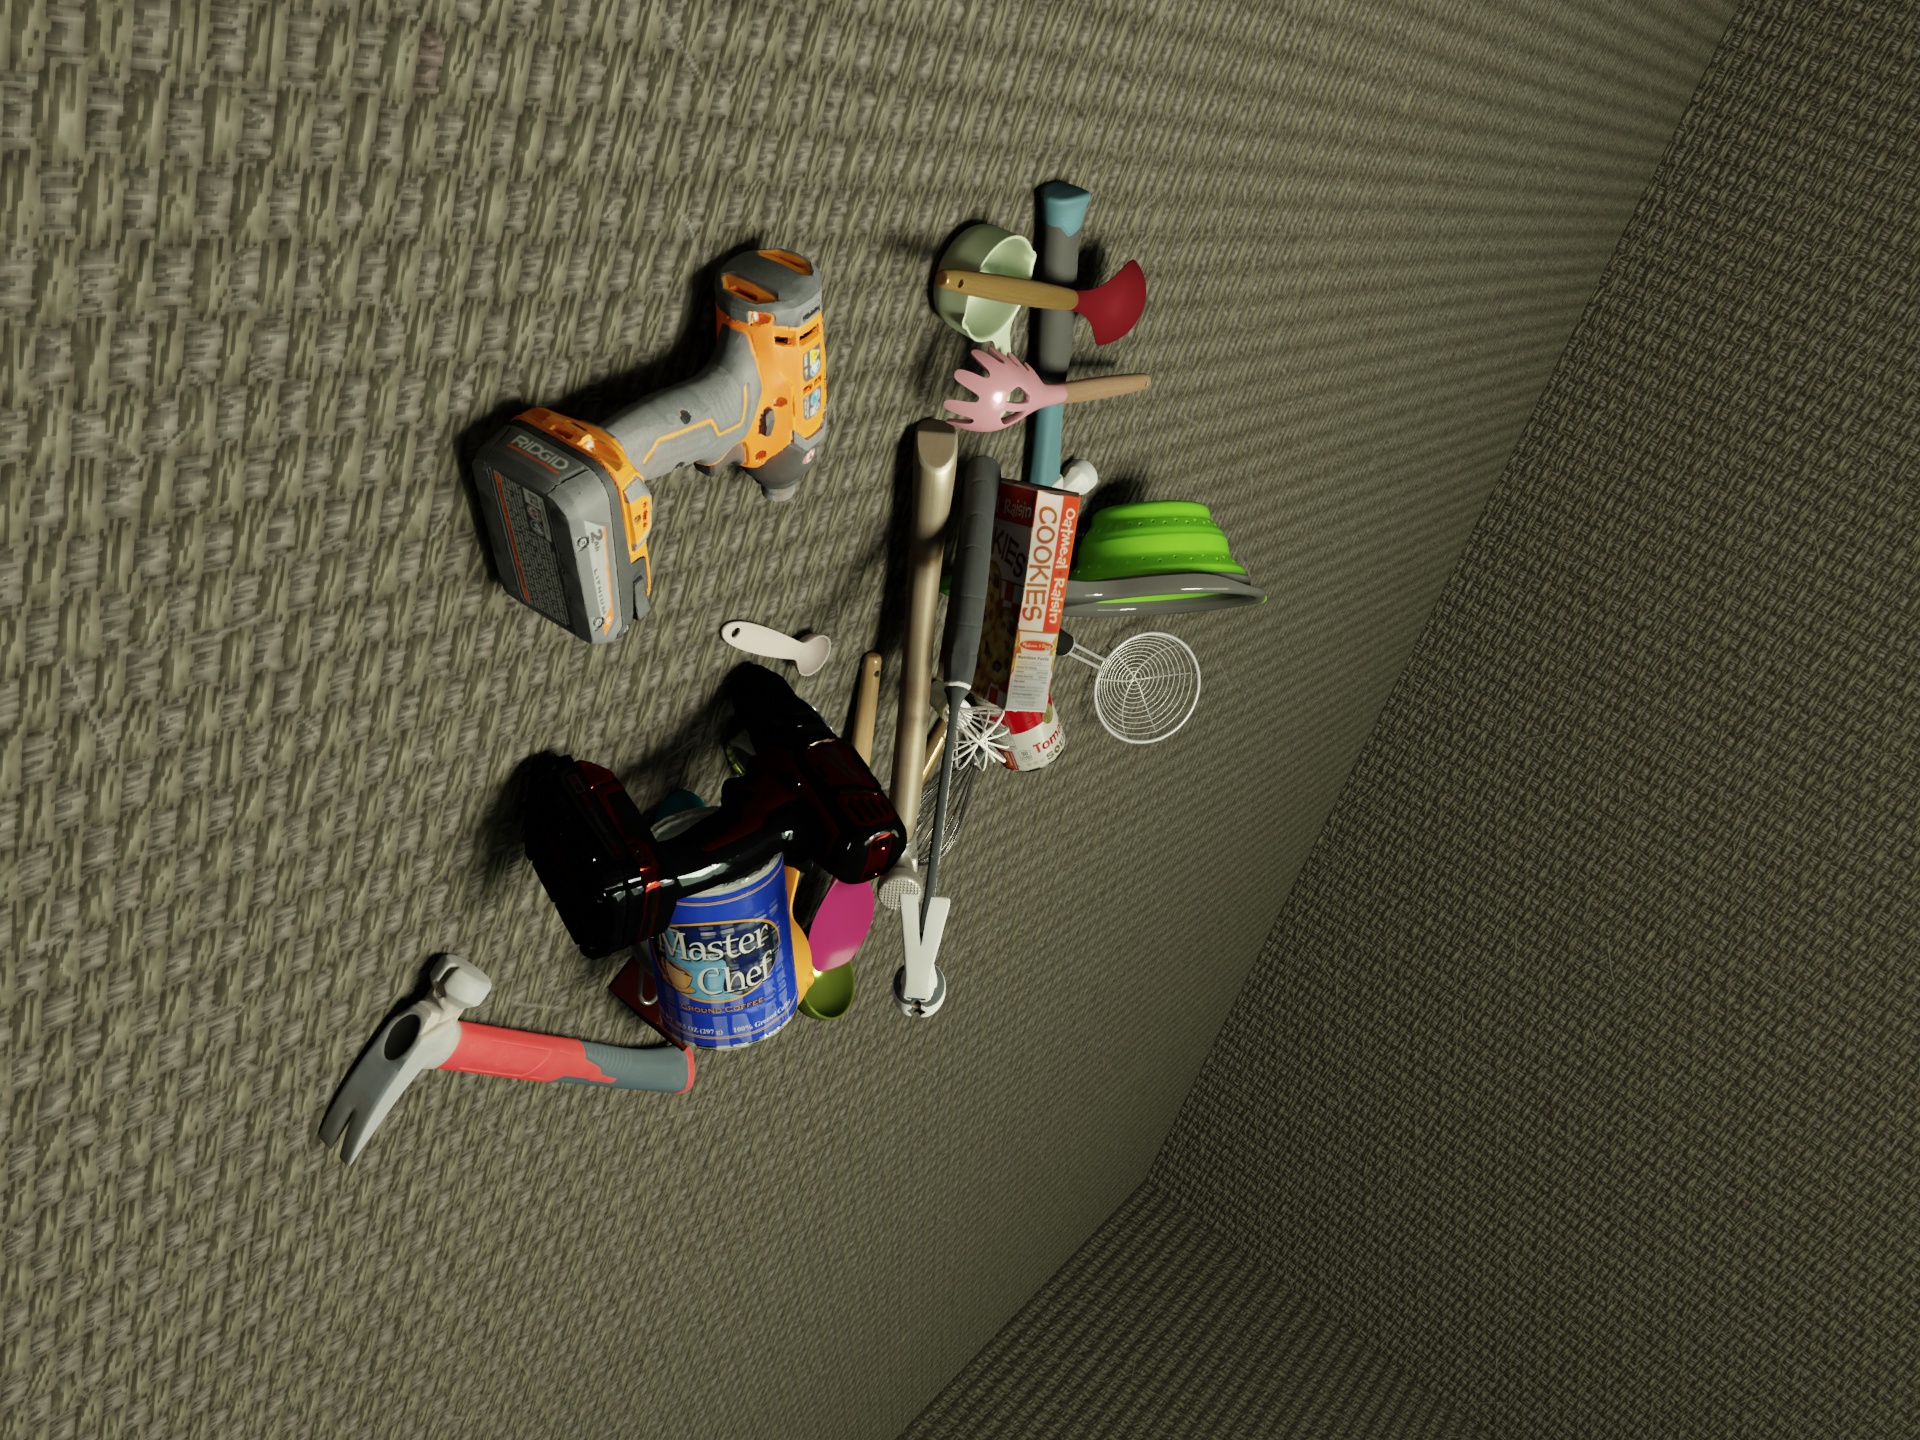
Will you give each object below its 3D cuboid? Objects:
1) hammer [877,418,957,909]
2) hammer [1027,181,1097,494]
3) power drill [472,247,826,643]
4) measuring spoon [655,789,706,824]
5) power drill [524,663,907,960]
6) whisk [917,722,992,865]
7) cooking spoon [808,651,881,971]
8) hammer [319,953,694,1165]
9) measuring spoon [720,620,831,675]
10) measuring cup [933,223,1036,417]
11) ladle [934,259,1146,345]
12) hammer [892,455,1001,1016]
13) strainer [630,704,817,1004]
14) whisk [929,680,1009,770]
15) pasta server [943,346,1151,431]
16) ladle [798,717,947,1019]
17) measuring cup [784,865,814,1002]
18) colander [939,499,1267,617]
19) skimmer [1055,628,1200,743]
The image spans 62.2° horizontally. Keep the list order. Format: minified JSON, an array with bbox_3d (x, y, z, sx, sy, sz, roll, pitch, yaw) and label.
[{"bbox_3d":[-0.036,-0.049,1.275,0.146,0.038,0.410,-94,-172,-56],"label":"hammer"},{"bbox_3d":[0.073,-0.275,1.254,0.128,0.033,0.330,-45,154,-30],"label":"hammer"},{"bbox_3d":[-0.158,-0.145,0.899,0.226,0.084,0.164,-47,156,-33],"label":"power drill"},{"bbox_3d":[-0.178,0.101,1.175,0.042,0.021,0.128,-52,131,-21],"label":"measuring spoon"},{"bbox_3d":[-0.169,0.048,1.049,0.226,0.188,0.080,-15,141,-33],"label":"power drill"},{"bbox_3d":[0.009,0.039,1.519,0.239,0.055,0.055,-58,158,-11],"label":"whisk"},{"bbox_3d":[-0.092,0.085,1.352,0.068,0.017,0.318,-14,127,-36],"label":"cooking spoon"},{"bbox_3d":[-0.306,0.263,1.175,0.143,0.038,0.386,-55,157,-4],"label":"hammer"},{"bbox_3d":[-0.136,-0.057,1.143,0.124,0.018,0.034,15,106,-59],"label":"measuring spoon"},{"bbox_3d":[0.015,-0.279,1.130,0.083,0.038,0.167,-48,158,-22],"label":"measuring cup"},{"bbox_3d":[0.065,-0.300,1.122,0.315,0.031,0.069,-18,134,-59],"label":"ladle"},{"bbox_3d":[-0.006,-0.011,1.105,0.149,0.036,0.409,95,2,-63],"label":"hammer"},{"bbox_3d":[-0.179,0.098,1.215,0.086,0.050,0.258,37,77,-28],"label":"strainer"},{"bbox_3d":[-0.002,-0.004,1.293,0.058,0.059,0.246,-51,-167,2],"label":"whisk"},{"bbox_3d":[0.079,-0.255,1.218,0.316,0.040,0.060,-28,144,-59],"label":"pasta server"},{"bbox_3d":[-0.069,0.127,1.457,0.078,0.062,0.320,25,94,-48],"label":"ladle"},{"bbox_3d":[-0.163,0.159,1.300,0.052,0.095,0.173,12,89,-54],"label":"measuring cup"},{"bbox_3d":[0.122,-0.151,1.433,0.397,0.204,0.094,-2,88,-45],"label":"colander"},{"bbox_3d":[0.150,-0.053,1.614,0.127,0.090,0.363,-59,156,6],"label":"skimmer"}]
